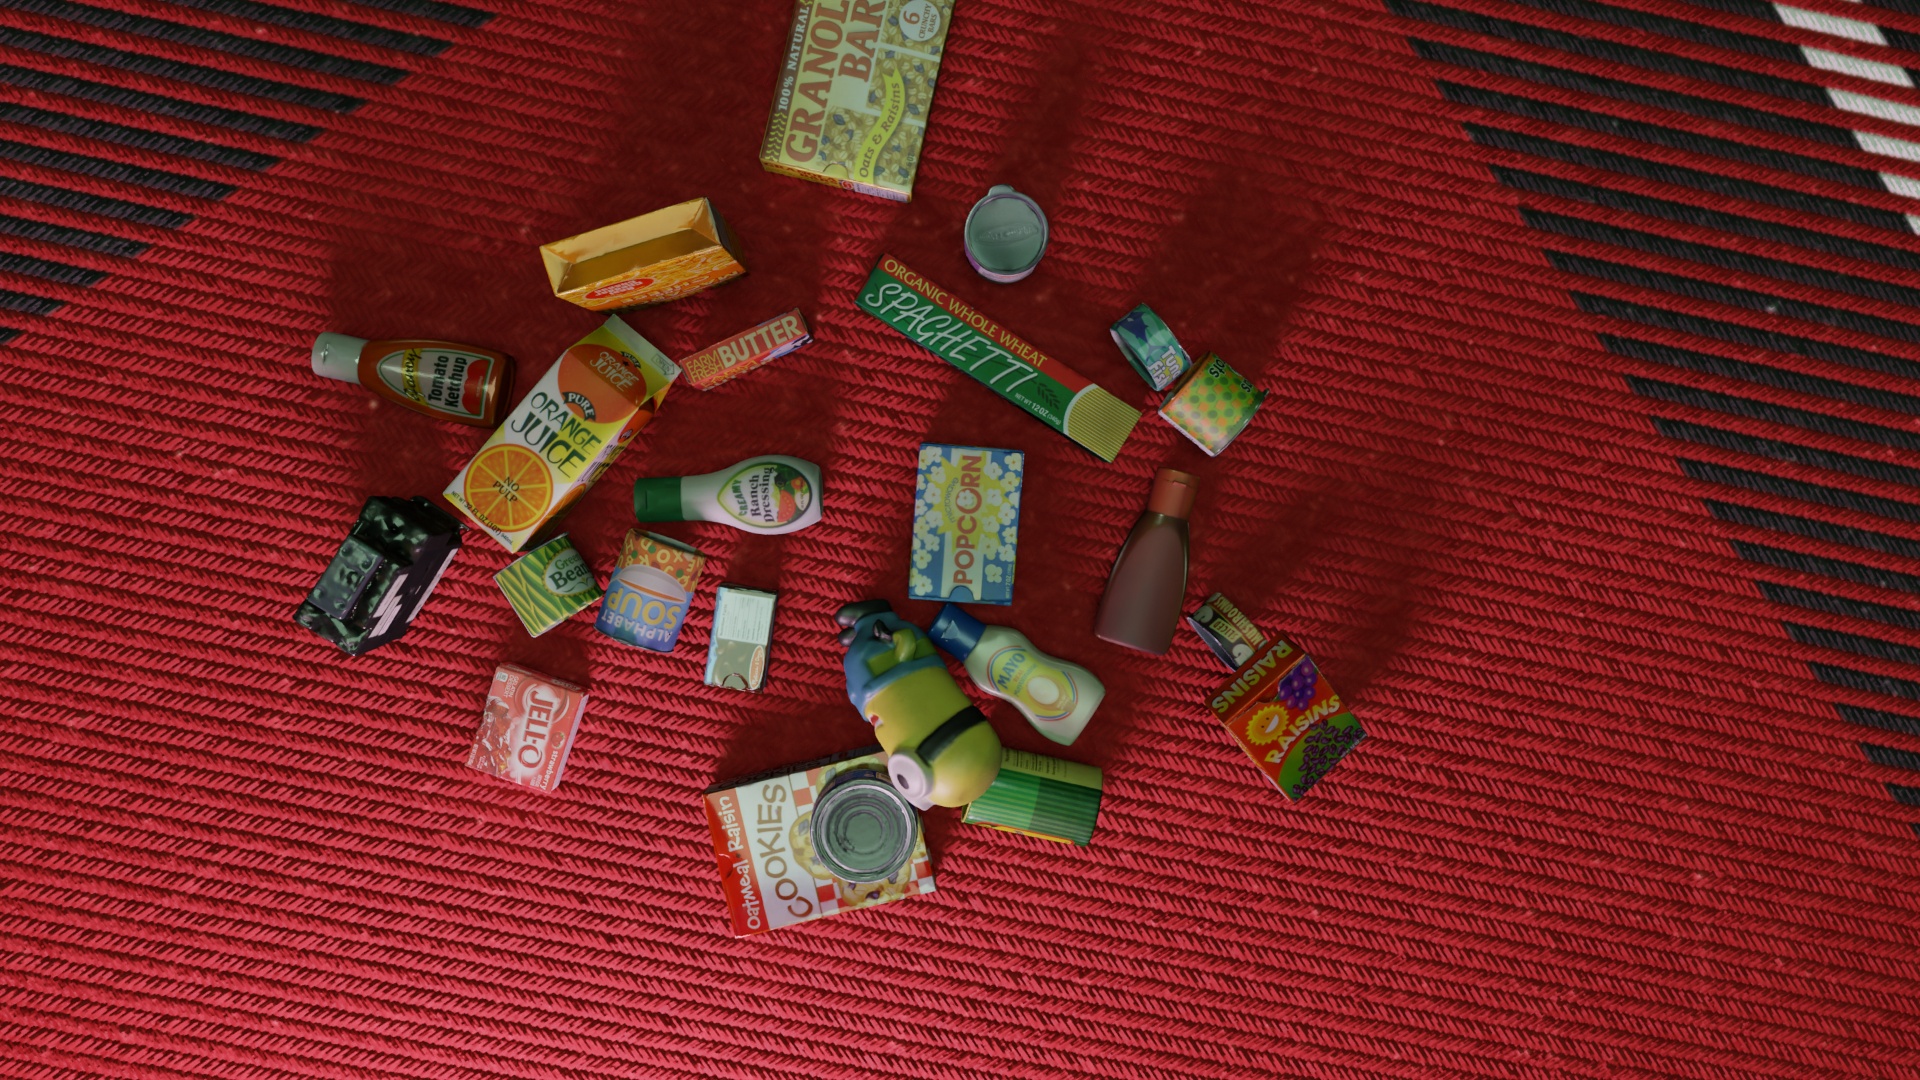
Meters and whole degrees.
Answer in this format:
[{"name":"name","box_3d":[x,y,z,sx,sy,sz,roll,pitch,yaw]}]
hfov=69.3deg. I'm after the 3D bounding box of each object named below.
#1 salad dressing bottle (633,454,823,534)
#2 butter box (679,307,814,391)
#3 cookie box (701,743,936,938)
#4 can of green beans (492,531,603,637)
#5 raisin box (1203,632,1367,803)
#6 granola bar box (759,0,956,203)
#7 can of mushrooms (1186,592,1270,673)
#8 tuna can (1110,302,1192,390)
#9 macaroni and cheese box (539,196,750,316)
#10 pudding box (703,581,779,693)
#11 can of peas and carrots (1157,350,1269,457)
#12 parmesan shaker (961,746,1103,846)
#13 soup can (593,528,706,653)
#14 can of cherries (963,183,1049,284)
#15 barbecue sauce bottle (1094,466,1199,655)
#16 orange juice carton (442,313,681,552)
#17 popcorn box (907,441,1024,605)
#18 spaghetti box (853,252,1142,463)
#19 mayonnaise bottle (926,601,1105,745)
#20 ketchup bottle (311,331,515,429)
[{"name":"salad dressing bottle","box_3d":[-0.186,-0.035,1.118,0.148,0.044,0.064,-3,94,-1]},{"name":"butter box","box_3d":[-0.169,-0.152,1.109,0.103,0.053,0.024,-25,91,-1]},{"name":"cookie box","box_3d":[-0.114,0.242,1.133,0.167,0.040,0.123,-13,93,-1]},{"name":"can of green beans","box_3d":[-0.327,0.036,1.105,0.071,0.071,0.058,-32,94,0]},{"name":"raisin box","box_3d":[0.261,0.143,1.112,0.086,0.040,0.123,-42,124,1]},{"name":"granola bar box","box_3d":[-0.081,-0.367,1.110,0.124,0.039,0.165,13,92,-2]},{"name":"can of mushrooms","box_3d":[0.217,0.076,1.121,0.033,0.071,0.071,-41,93,-1]},{"name":"tuna can","box_3d":[0.153,-0.153,1.111,0.033,0.071,0.071,-38,93,2]},{"name":"macaroni and cheese box","box_3d":[-0.232,-0.209,1.048,0.124,0.166,0.040,-17,94,0]},{"name":"pudding box","box_3d":[-0.178,0.078,1.129,0.050,0.030,0.083,8,92,-3]},{"name":"can of peas and carrots","box_3d":[0.203,-0.112,1.115,0.059,0.071,0.071,38,91,-2]},{"name":"parmesan shaker","box_3d":[0.058,0.206,1.121,0.103,0.071,0.071,13,92,-2]},{"name":"soup can","box_3d":[-0.247,0.040,1.105,0.071,0.071,0.083,20,92,-2]},{"name":"can of cherries","box_3d":[0.036,-0.244,1.109,0.071,0.058,0.071,0,93,-1]},{"name":"barbecue sauce bottle","box_3d":[0.158,0.015,1.131,0.065,0.043,0.148,16,91,-3]},{"name":"orange juice carton","box_3d":[-0.309,-0.085,1.097,0.072,0.073,0.192,41,90,-3]},{"name":"popcorn box","box_3d":[0.004,-0.014,1.127,0.085,0.038,0.126,4,92,-3]},{"name":"spaghetti box","box_3d":[0.030,-0.148,1.128,0.250,0.029,0.050,32,90,-3]},{"name":"mayonnaise bottle","box_3d":[0.042,0.104,1.131,0.148,0.041,0.064,33,93,-3]},{"name":"ketchup bottle","box_3d":[-0.435,-0.133,1.106,0.149,0.043,0.064,12,92,-2]}]
